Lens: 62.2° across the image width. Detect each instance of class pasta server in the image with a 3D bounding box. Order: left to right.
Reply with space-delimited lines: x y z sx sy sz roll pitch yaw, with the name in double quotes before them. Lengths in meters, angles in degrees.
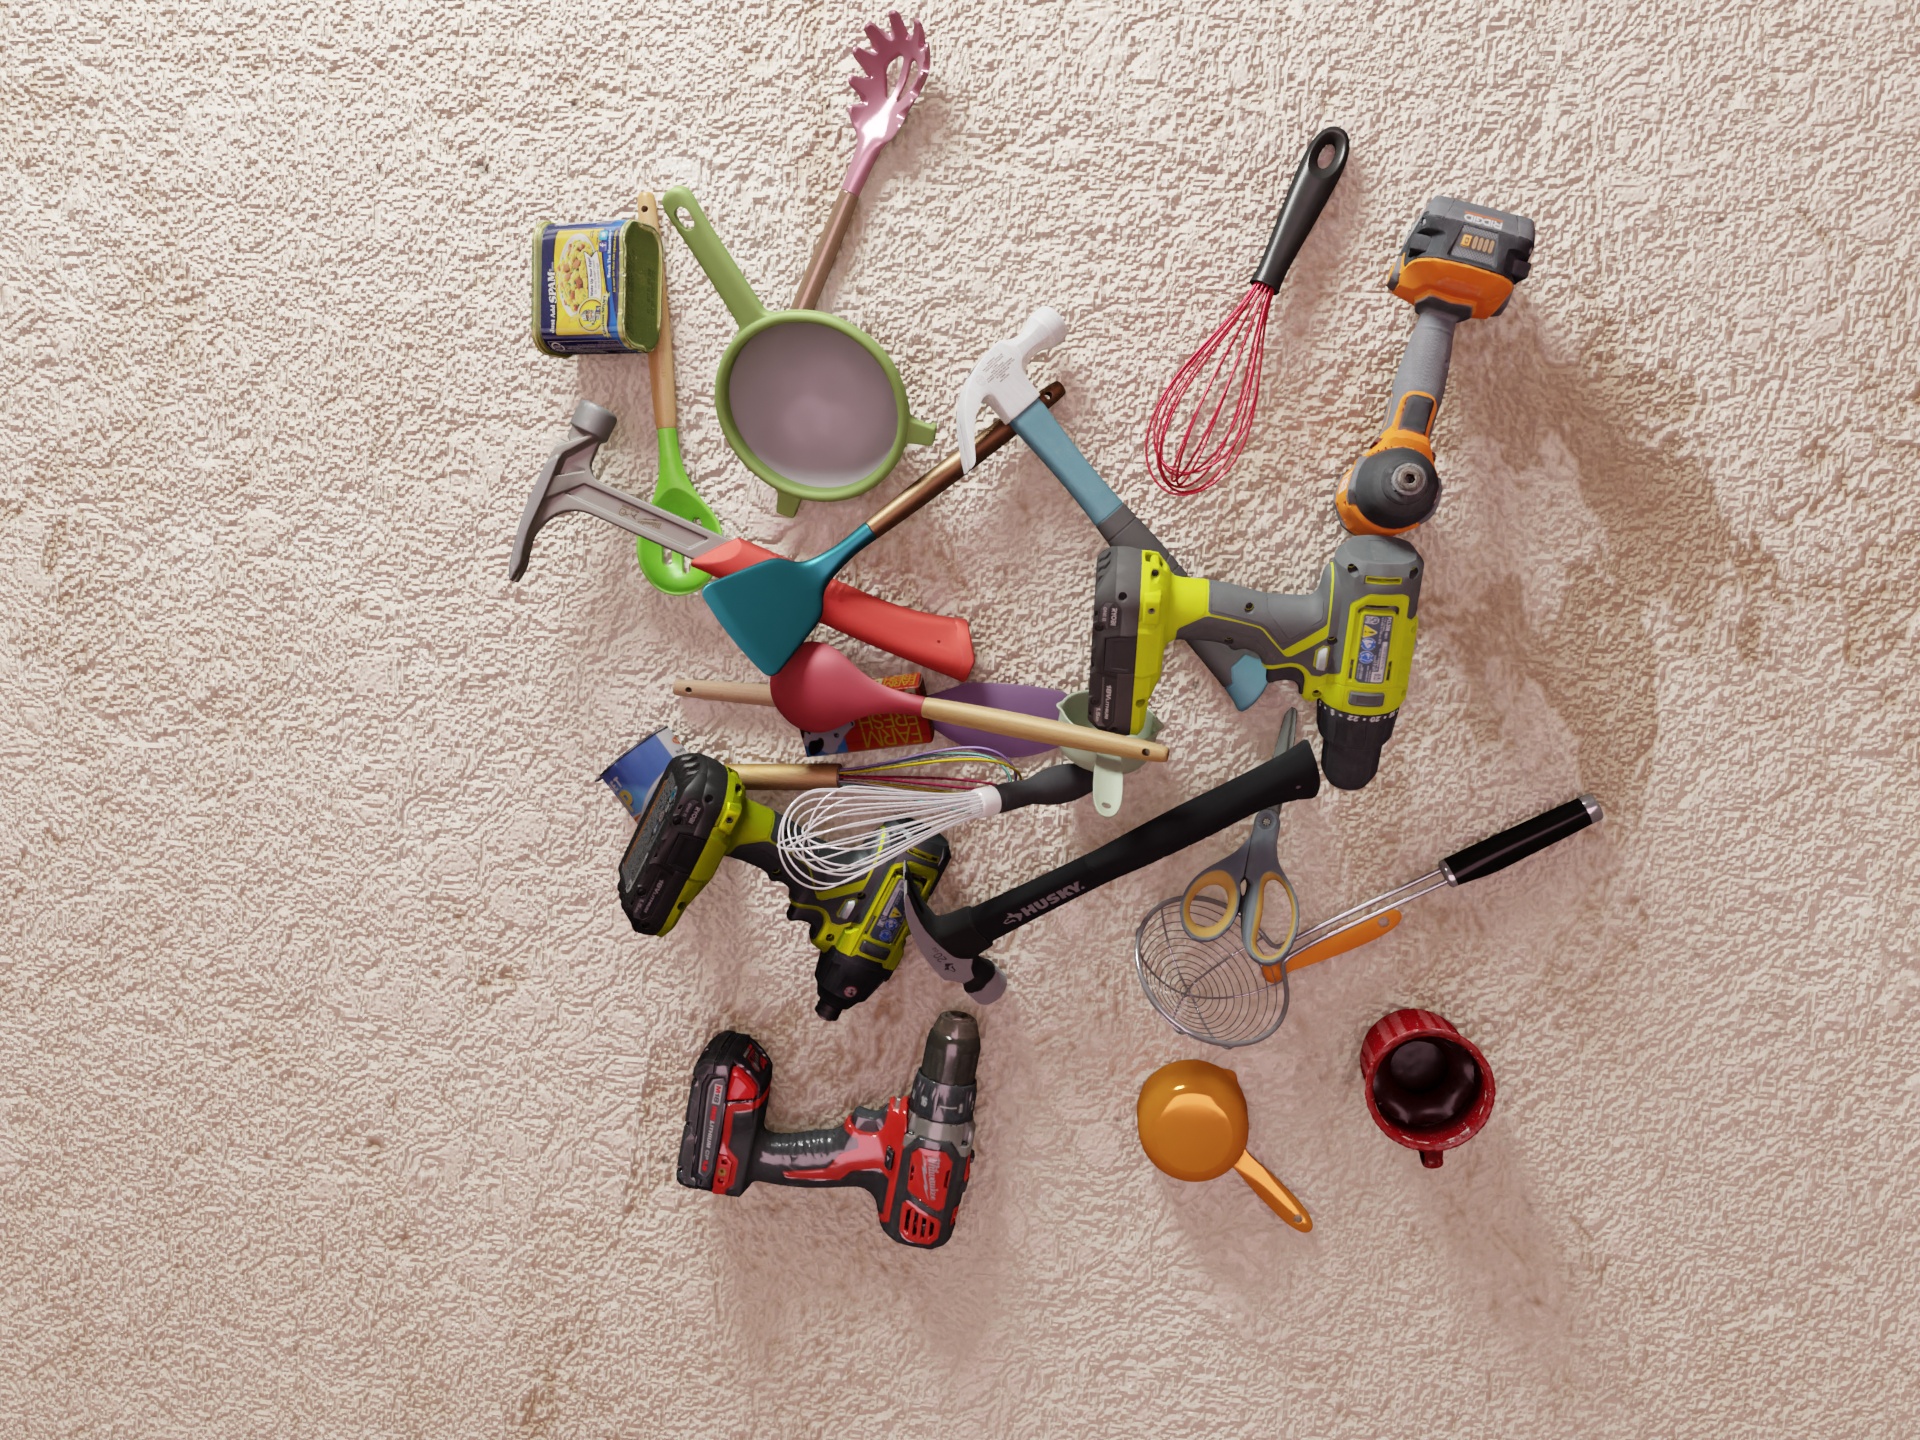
"pasta server" -0.098 -0.378 1.211 0.060 0.040 0.316 27 99 16

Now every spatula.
"spatula" -0.072 -0.011 1.253 0.316 0.018 0.059 6 104 6
"spatula" -0.045 -0.157 1.189 0.317 0.044 0.082 -38 93 -6

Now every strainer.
"strainer" -0.132 -0.287 1.184 0.151 0.069 0.256 -23 112 27

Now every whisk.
"whisk" -0.073 0.048 1.250 0.245 0.047 0.051 0 84 11
"whisk" -0.008 0.067 1.162 0.284 0.070 0.070 -10 96 -34
"whisk" 0.216 -0.302 1.174 0.073 0.073 0.296 25 91 4

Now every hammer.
"hammer" -0.158 -0.106 1.221 0.359 0.037 0.149 24 90 -3
"hammer" 0.111 0.100 1.172 0.335 0.035 0.146 -28 126 18
"hammer" 0.122 -0.145 1.194 0.128 0.033 0.331 -41 95 -11

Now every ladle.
"ladle" -0.002 -0.004 1.164 0.315 0.031 0.069 11 99 17

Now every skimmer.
"skimmer" 0.306 0.132 1.185 0.363 0.090 0.127 -26 60 6

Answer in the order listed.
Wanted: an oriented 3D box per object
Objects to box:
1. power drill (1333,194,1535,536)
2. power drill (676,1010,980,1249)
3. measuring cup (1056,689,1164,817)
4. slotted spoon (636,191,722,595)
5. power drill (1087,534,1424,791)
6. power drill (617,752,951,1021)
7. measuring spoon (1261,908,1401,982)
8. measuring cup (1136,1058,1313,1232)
"power drill" 0.326 -0.240 1.112 0.084 0.164 0.226 17 95 5
"power drill" -0.096 0.306 1.259 0.226 0.080 0.188 11 97 3
"measuring cup" 0.106 0.034 1.167 0.083 0.168 0.038 11 122 0
"slotted spoon" -0.230 -0.254 1.245 0.070 0.031 0.314 -5 93 6
"power drill" 0.208 -0.040 1.143 0.228 0.080 0.190 3 120 5
"power drill" -0.139 0.130 1.212 0.223 0.080 0.171 24 100 -23
"measuring spoon" 0.287 0.175 1.231 0.117 0.011 0.021 -26 92 9
"measuring cup" 0.211 0.343 1.235 0.173 0.052 0.095 44 99 3
